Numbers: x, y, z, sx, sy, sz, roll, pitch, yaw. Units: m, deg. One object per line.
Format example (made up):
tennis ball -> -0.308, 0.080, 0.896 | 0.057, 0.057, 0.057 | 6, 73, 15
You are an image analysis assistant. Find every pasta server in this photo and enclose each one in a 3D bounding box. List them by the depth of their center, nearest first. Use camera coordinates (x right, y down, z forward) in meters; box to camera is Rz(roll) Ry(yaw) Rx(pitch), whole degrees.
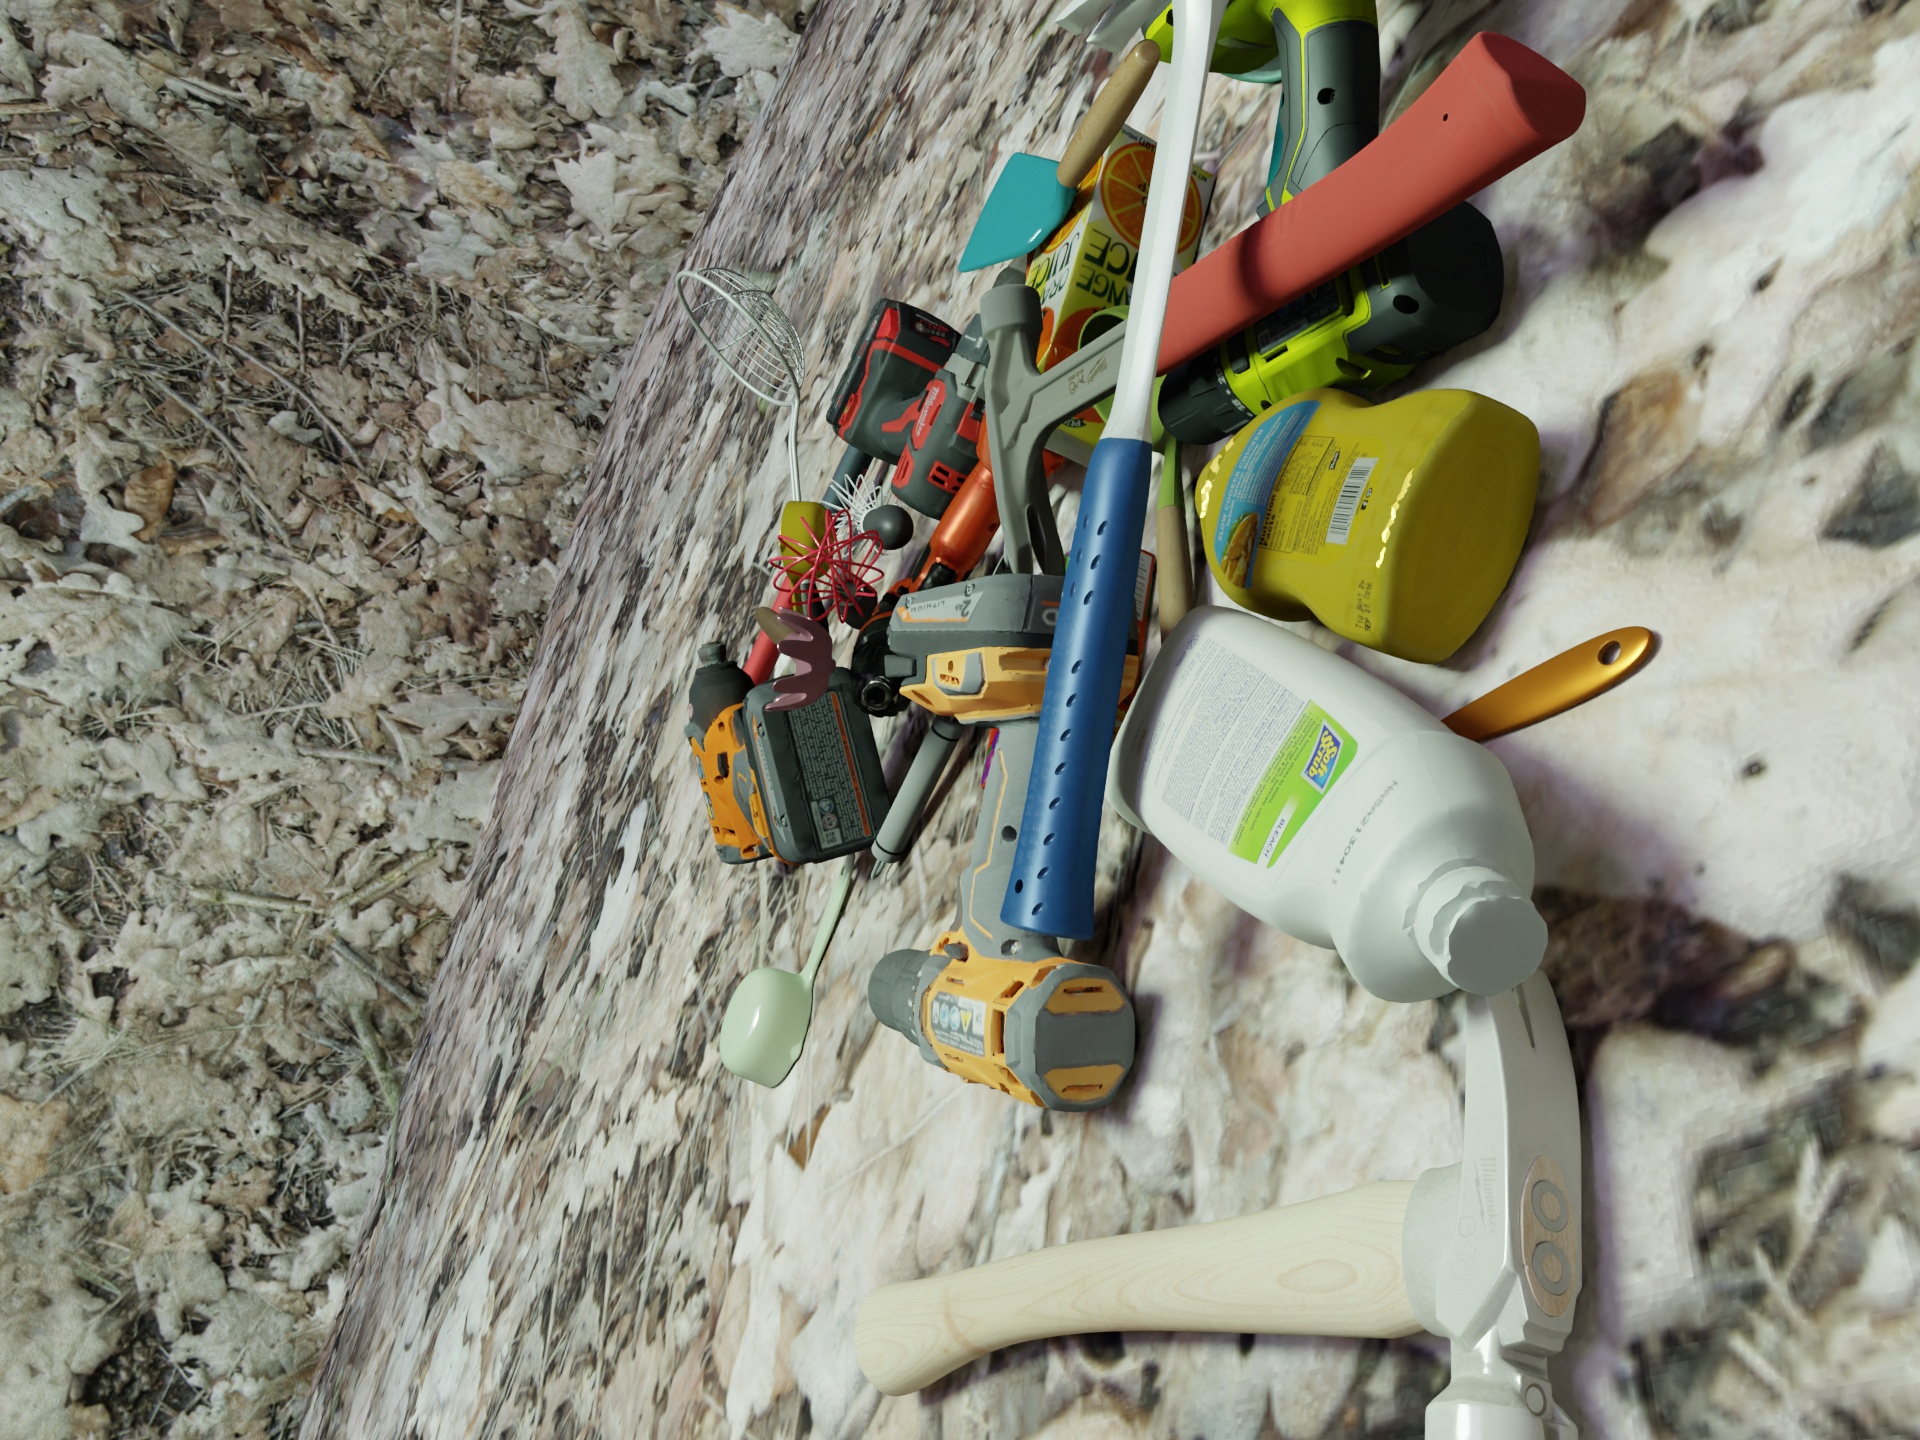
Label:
pasta server -> -0.118, -0.054, 1.030 | 0.316, 0.040, 0.060 | -144, 61, -74

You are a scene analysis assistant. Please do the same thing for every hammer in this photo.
hammer -> 0.063, 0.201, 0.595 | 0.410, 0.038, 0.146 | -37, 35, 53
hammer -> 0.064, -0.119, 0.624 | 0.144, 0.035, 0.405 | 9, 89, 56
hammer -> 0.108, -0.167, 0.666 | 0.359, 0.036, 0.149 | -16, 80, 61
hammer -> -0.121, -0.147, 1.308 | 0.143, 0.038, 0.386 | 34, -100, -84

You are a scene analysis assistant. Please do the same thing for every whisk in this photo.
whisk -> -0.079, -0.091, 1.074 | 0.296, 0.073, 0.073 | 60, -129, -86
whisk -> -0.063, -0.142, 1.146 | 0.070, 0.070, 0.285 | -66, 13, 5

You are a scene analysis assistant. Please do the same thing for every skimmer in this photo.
skimmer -> -0.153, -0.162, 1.202 | 0.127, 0.090, 0.363 | 155, 109, -75

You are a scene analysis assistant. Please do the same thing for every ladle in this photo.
ladle -> 0.091, -0.081, 0.773 | 0.078, 0.062, 0.320 | 95, 177, -55

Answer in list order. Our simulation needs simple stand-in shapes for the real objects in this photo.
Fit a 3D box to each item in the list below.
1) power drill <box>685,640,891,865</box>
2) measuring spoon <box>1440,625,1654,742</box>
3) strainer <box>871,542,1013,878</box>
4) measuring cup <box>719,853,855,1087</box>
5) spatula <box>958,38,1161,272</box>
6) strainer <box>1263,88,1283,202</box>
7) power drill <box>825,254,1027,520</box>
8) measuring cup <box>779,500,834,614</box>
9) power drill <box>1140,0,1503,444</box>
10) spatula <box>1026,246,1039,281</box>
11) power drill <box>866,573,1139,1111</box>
power drill -> -0.132, 0.019, 1.095 | 0.226, 0.084, 0.164 | -6, 98, 66
measuring spoon -> 0.184, -0.007, 0.538 | 0.117, 0.011, 0.021 | -35, 38, 54
strainer -> -0.001, -0.003, 0.940 | 0.258, 0.050, 0.087 | -63, -6, 28
measuring cup -> -0.115, 0.159, 1.052 | 0.167, 0.038, 0.083 | -68, 21, 3
spatula -> 0.052, -0.300, 0.842 | 0.082, 0.044, 0.317 | -65, 8, -1
strainer -> 0.209, -0.383, 0.759 | 0.211, 0.095, 0.340 | 39, 127, 56
power drill -> -0.011, -0.253, 1.157 | 0.188, 0.080, 0.227 | -64, 24, 10
measuring cup -> -0.104, -0.080, 1.144 | 0.062, 0.029, 0.156 | -52, -42, -74
power drill -> 0.141, -0.244, 0.708 | 0.190, 0.080, 0.228 | -19, 75, 62
spatula -> 0.015, -0.169, 1.048 | 0.041, 0.081, 0.322 | 47, 123, 32
power drill -> 0.010, 0.054, 0.737 | 0.185, 0.084, 0.226 | -4, 85, 62
